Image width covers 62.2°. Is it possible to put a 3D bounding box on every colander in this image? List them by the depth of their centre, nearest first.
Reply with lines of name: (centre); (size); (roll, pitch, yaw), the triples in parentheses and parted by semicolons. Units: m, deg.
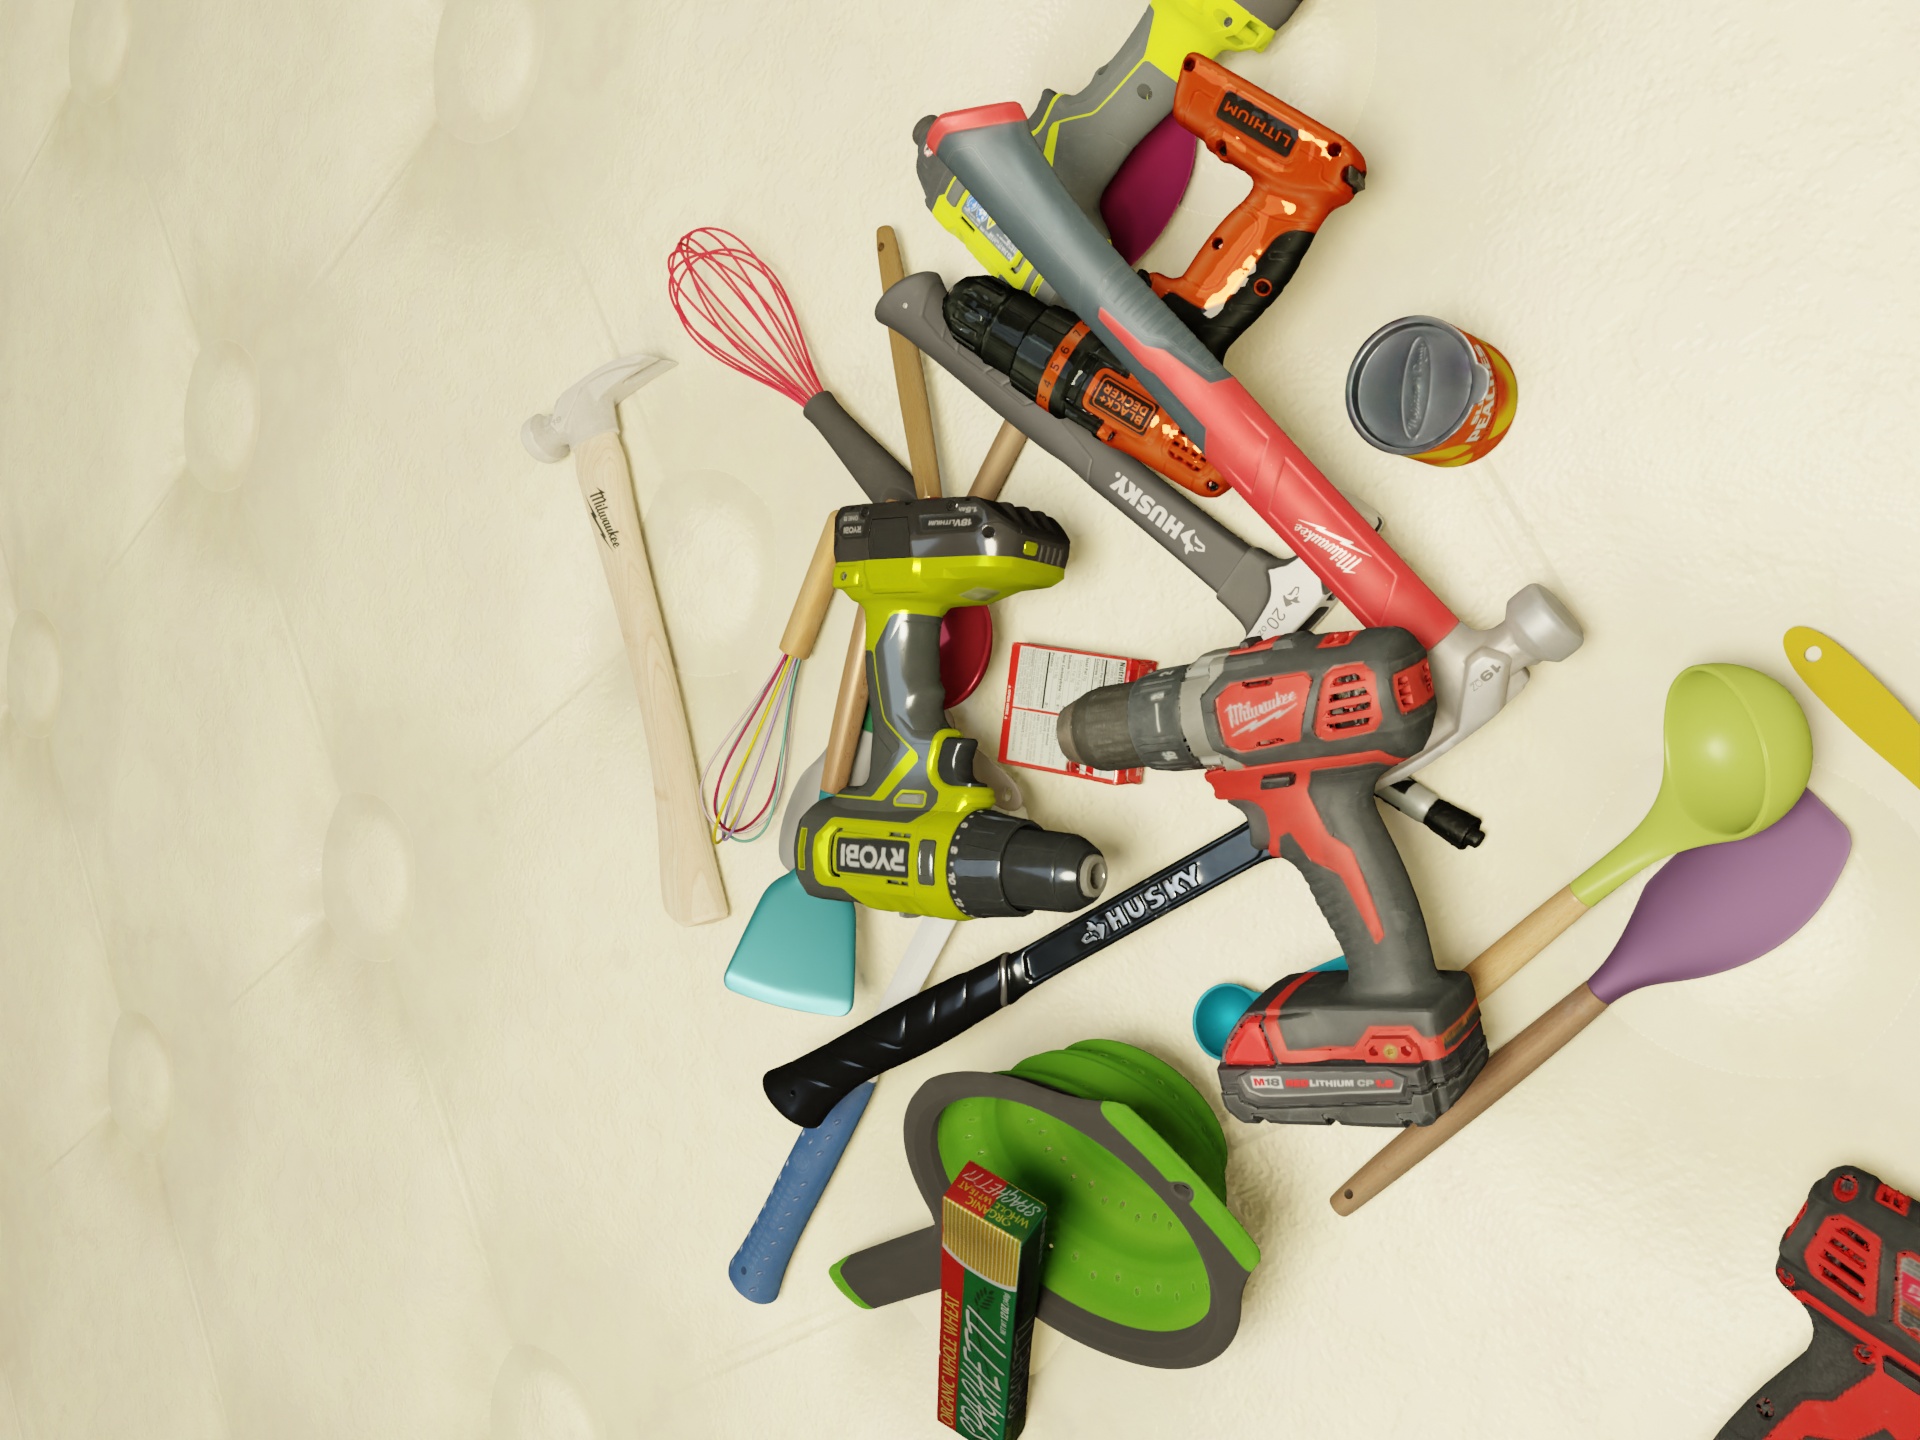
colander: (0.037, 0.275, 0.921); (0.204, 0.094, 0.397); (48, 141, -2)

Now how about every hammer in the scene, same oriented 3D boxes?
hammer: (0.114, -0.137, 0.770); (0.386, 0.038, 0.143); (47, 117, 0)
hammer: (0.068, -0.149, 0.901); (0.335, 0.035, 0.146); (43, 115, 23)
hammer: (0.039, 0.134, 0.904); (0.409, 0.036, 0.149); (-33, 78, 26)
hammer: (-0.062, 0.212, 1.027); (0.144, 0.035, 0.405); (39, 114, 30)
hammer: (-0.221, -0.057, 1.146); (0.146, 0.038, 0.411); (-22, 78, 35)

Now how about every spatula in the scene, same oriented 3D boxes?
spatula: (0.288, 0.148, 0.762); (0.316, 0.018, 0.060); (-50, 53, 27)
spatula: (-0.073, 0.021, 0.975); (0.082, 0.044, 0.317); (13, 100, 3)

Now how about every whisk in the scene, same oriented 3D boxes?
whisk: (-0.104, -0.220, 1.041); (0.296, 0.073, 0.073); (50, 119, 19)
whisk: (-0.119, -0.024, 1.063); (0.051, 0.047, 0.245); (32, 107, 34)

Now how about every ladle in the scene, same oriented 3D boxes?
ladle: (0.267, 0.096, 0.755); (0.320, 0.062, 0.078); (-51, 35, 30)
ladle: (-0.024, -0.158, 0.974); (0.069, 0.031, 0.315); (-18, 76, 36)

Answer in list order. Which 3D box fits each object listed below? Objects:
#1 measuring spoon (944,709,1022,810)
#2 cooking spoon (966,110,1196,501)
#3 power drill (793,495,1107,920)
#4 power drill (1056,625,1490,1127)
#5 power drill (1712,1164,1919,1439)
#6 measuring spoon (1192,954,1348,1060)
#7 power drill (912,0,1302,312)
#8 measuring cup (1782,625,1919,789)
measuring spoon: (0.008, 0.025, 0.960); (0.124, 0.018, 0.034); (40, 110, 50)
cooking spoon: (0.050, -0.208, 0.941); (0.069, 0.017, 0.318); (42, 114, 33)
power drill: (-0.001, -0.003, 0.877); (0.191, 0.080, 0.228); (1, 88, 37)
power drill: (0.147, 0.073, 0.764); (0.188, 0.080, 0.226); (-9, 98, 37)
power drill: (0.380, 0.313, 0.661); (0.143, 0.078, 0.219); (31, 107, 33)
measuring spoon: (0.184, 0.147, 0.849); (0.128, 0.021, 0.042); (-28, 62, 26)
power drill: (0.069, -0.352, 0.876); (0.223, 0.080, 0.171); (-51, 59, 26)
measuring cup: (0.407, 0.018, 0.669); (0.062, 0.029, 0.157); (-50, 51, 27)
